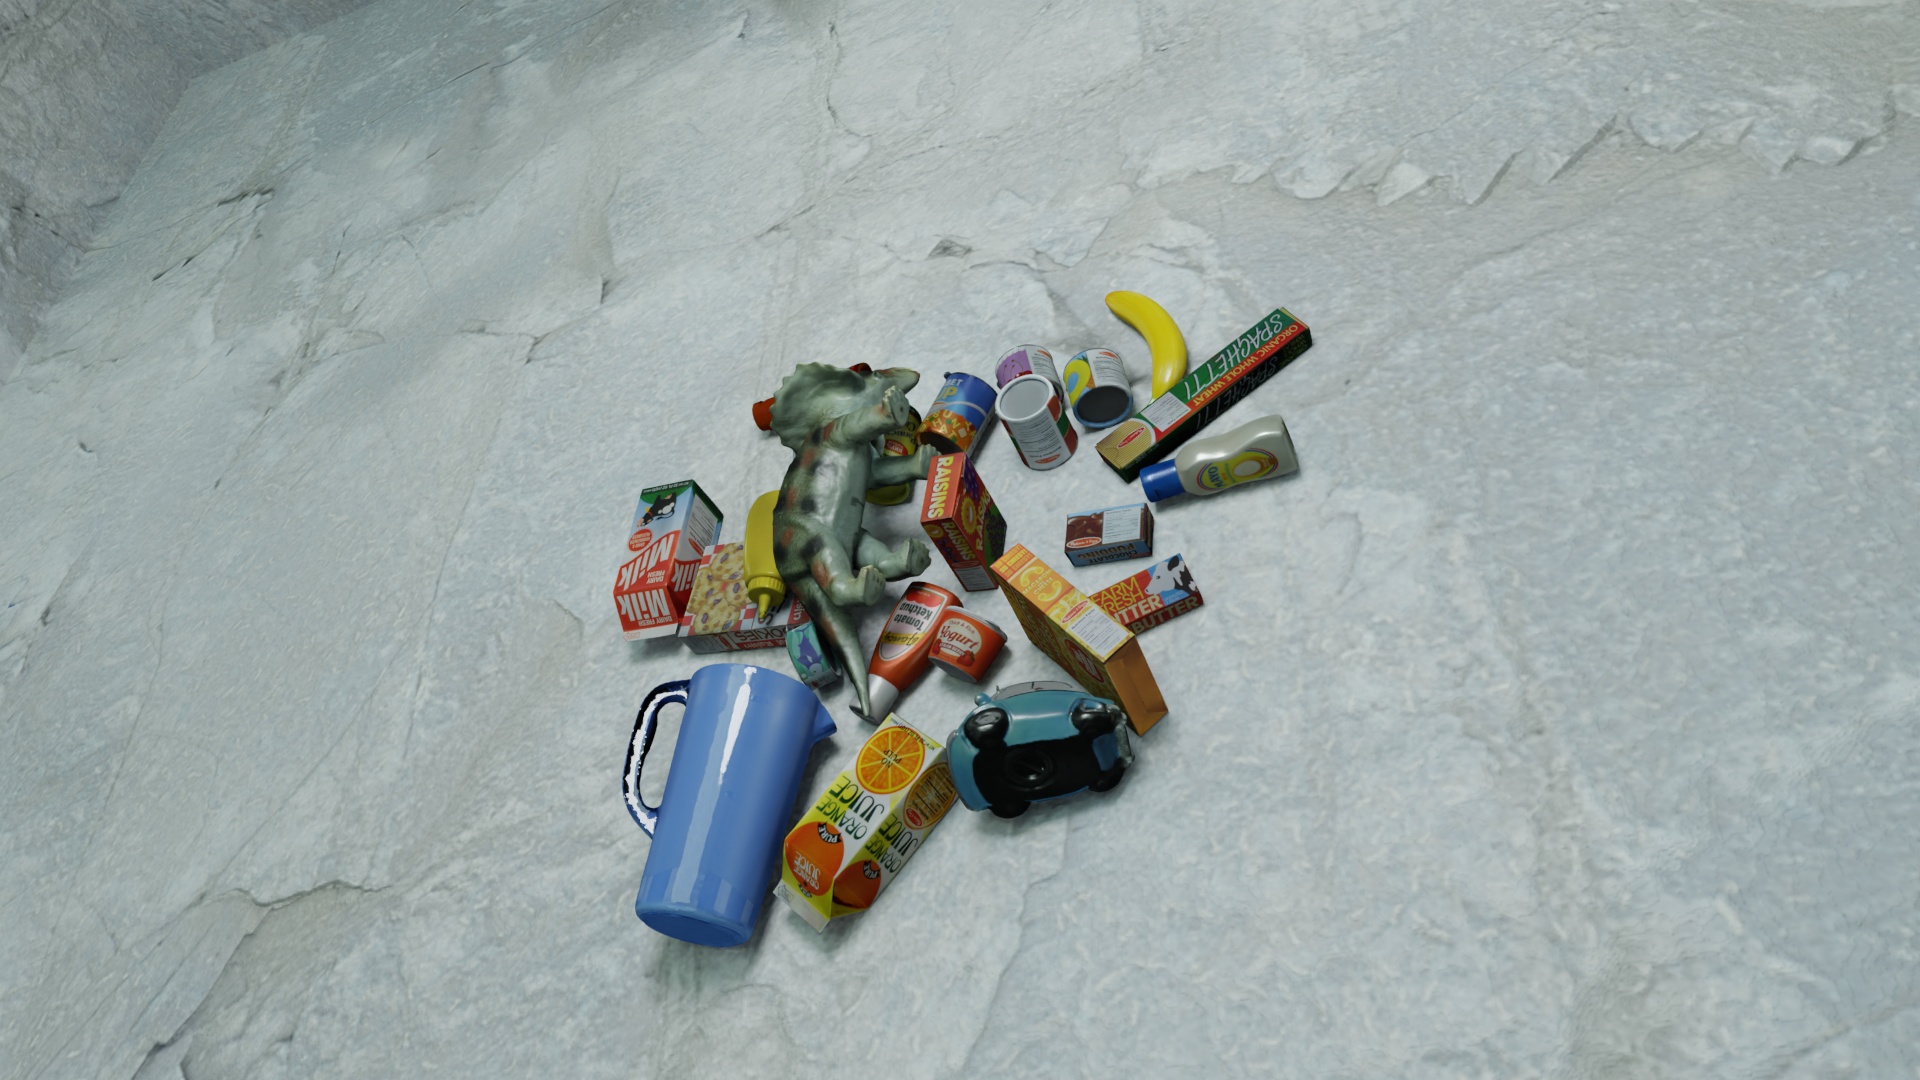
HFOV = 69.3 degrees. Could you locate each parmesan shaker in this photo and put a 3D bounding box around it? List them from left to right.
[{"bbox_3d":[-0.084,-0.100,1.546,0.071,0.071,0.103,-8,51,22],"label":"parmesan shaker"}]

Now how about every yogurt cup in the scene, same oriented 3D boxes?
[{"bbox_3d":[0.004,0.102,1.343,0.072,0.072,0.054,17,71,36],"label":"yogurt cup"}]

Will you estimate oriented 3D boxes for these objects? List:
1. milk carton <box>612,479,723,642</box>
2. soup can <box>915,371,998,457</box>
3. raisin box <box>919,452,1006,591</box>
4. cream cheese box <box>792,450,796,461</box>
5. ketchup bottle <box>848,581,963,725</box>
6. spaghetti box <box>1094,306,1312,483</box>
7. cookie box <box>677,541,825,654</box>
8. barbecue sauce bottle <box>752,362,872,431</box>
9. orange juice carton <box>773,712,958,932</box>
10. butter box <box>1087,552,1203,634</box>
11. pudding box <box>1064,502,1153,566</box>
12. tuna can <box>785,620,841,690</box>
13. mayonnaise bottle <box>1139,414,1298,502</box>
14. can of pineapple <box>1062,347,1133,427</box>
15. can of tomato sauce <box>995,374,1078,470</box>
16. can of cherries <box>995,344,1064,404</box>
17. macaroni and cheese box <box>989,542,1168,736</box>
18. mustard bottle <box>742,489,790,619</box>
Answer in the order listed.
[{"bbox_3d":[-0.332,0.030,1.565,0.072,0.073,0.191,-10,50,20],"label":"milk carton"},{"bbox_3d":[-0.006,-0.135,1.535,0.071,0.071,0.084,11,60,33],"label":"soup can"},{"bbox_3d":[0.005,-0.018,1.397,0.040,0.123,0.086,-7,51,23],"label":"raisin box"},{"bbox_3d":[-0.168,-0.100,1.621,0.053,0.024,0.104,-17,48,12],"label":"cream cheese box"},{"bbox_3d":[-0.057,0.112,1.379,0.065,0.043,0.149,15,62,35],"label":"ketchup bottle"},{"bbox_3d":[0.254,-0.152,1.444,0.250,0.028,0.050,-37,46,-4],"label":"spaghetti box"},{"bbox_3d":[-0.212,0.056,1.506,0.167,0.040,0.123,-7,51,23],"label":"cookie box"},{"bbox_3d":[-0.176,-0.169,1.662,0.148,0.043,0.065,-17,16,16],"label":"barbecue sauce bottle"},{"bbox_3d":[-0.085,0.259,1.254,0.072,0.072,0.193,28,70,39],"label":"orange juice carton"},{"bbox_3d":[0.173,0.057,1.319,0.103,0.024,0.053,-26,46,5],"label":"butter box"},{"bbox_3d":[0.148,-0.006,1.380,0.083,0.030,0.050,-9,52,21],"label":"pudding box"},{"bbox_3d":[-0.149,0.113,1.407,0.033,0.070,0.071,-24,47,6],"label":"tuna can"},{"bbox_3d":[0.252,-0.075,1.363,0.148,0.064,0.041,-18,45,18],"label":"mayonnaise bottle"},{"bbox_3d":[0.146,-0.161,1.483,0.071,0.070,0.058,-20,48,11],"label":"can of pineapple"},{"bbox_3d":[0.080,-0.127,1.475,0.071,0.082,0.071,-14,49,17],"label":"can of tomato sauce"},{"bbox_3d":[0.075,-0.170,1.528,0.071,0.071,0.059,-23,48,9],"label":"can of cherries"},{"bbox_3d":[0.107,0.088,1.259,0.040,0.123,0.167,-40,47,-11],"label":"macaroni and cheese box"},{"bbox_3d":[-0.199,0.020,1.465,0.065,0.048,0.161,-9,50,19],"label":"mustard bottle"}]
